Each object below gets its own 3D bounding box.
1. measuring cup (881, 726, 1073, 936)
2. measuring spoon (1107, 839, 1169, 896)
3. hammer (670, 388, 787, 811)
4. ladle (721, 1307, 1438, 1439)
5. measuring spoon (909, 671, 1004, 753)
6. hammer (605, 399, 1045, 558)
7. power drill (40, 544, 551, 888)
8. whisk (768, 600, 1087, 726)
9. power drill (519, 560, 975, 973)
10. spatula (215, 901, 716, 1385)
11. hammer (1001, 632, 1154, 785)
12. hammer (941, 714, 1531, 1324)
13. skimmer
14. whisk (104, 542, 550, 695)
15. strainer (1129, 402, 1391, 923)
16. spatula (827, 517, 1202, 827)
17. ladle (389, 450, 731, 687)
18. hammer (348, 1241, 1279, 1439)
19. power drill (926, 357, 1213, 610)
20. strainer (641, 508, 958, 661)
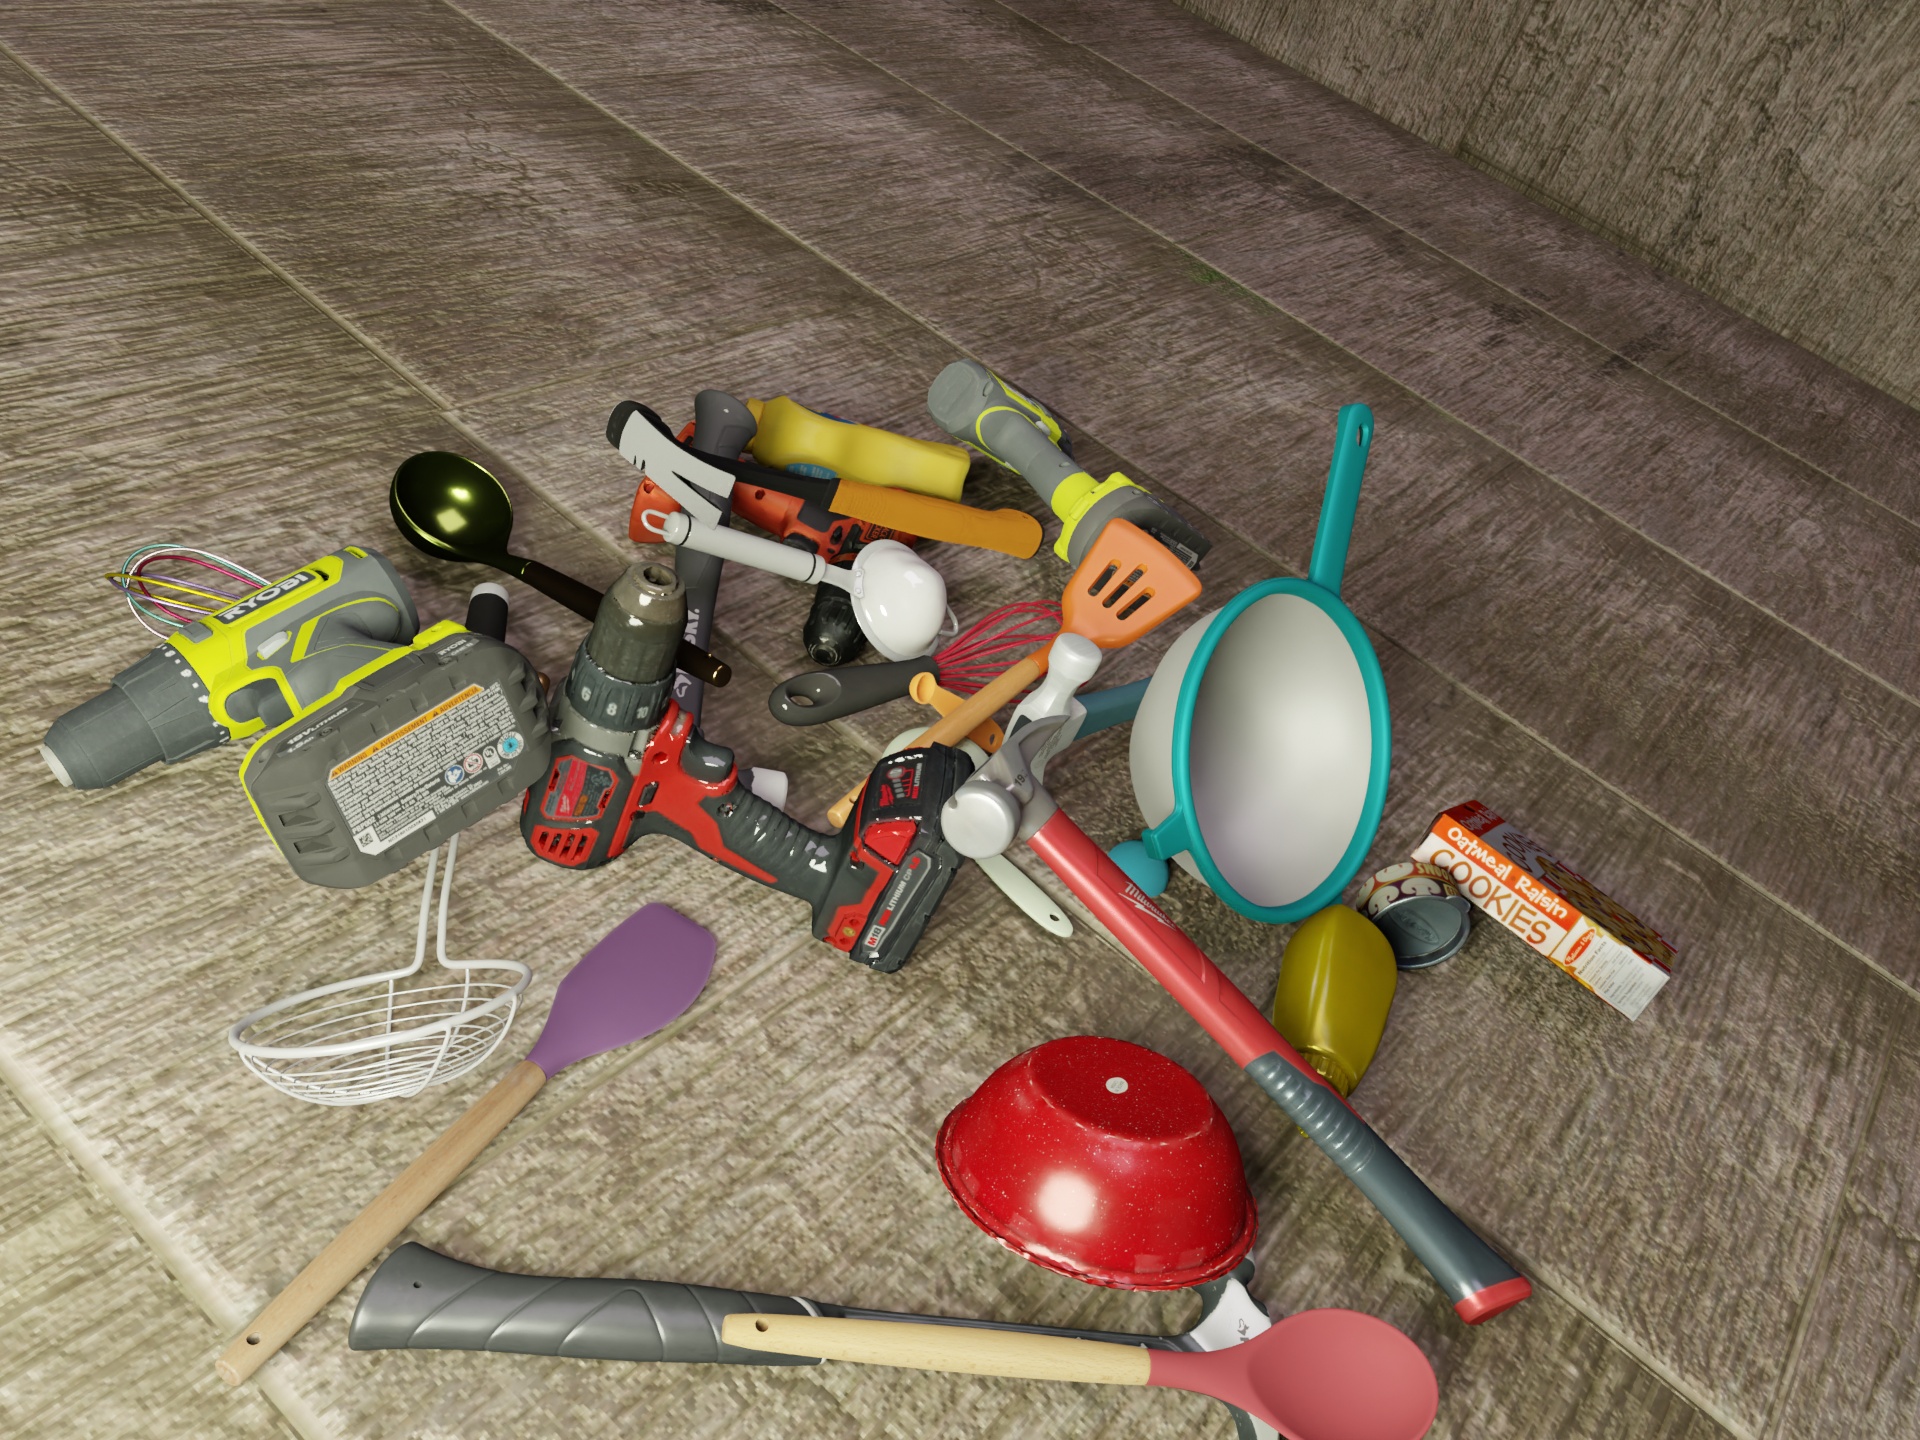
[{"bbox_3d":[0.015,0.064,0.961,0.083,0.038,0.168,-19,51,-41],"label":"measuring cup"},{"bbox_3d":[0.138,0.072,1.028,0.042,0.021,0.128,36,40,17],"label":"measuring spoon"},{"bbox_3d":[-0.172,-0.087,1.000,0.146,0.035,0.335,11,52,-14],"label":"hammer"},{"bbox_3d":[0.055,0.275,0.680,0.315,0.031,0.069,10,41,-12],"label":"ladle"},{"bbox_3d":[-0.002,-0.003,1.009,0.011,0.021,0.116,13,-14,34],"label":"measuring spoon"},{"bbox_3d":[-0.062,-0.143,1.049,0.336,0.034,0.127,6,26,-45],"label":"hammer"},{"bbox_3d":[-0.325,-0.003,0.776,0.190,0.080,0.229,-36,39,-31],"label":"power drill"},{"bbox_3d":[-0.008,-0.033,1.030,0.295,0.073,0.073,-14,50,-45],"label":"whisk"},{"bbox_3d":[-0.107,0.026,0.831,0.226,0.187,0.080,20,36,-10],"label":"power drill"},{"bbox_3d":[-0.209,0.178,0.726,0.060,0.018,0.316,30,37,11],"label":"spatula"},{"bbox_3d":[0.137,-0.020,1.081,0.033,0.128,0.331,42,32,24],"label":"hammer"},{"bbox_3d":[0.151,0.156,0.832,0.386,0.038,0.143,46,26,1],"label":"hammer"},{"bbox_3d":[-0.264,0.035,0.793,0.127,0.090,0.364,-8,46,1],"label":"skimmer"},{"bbox_3d":[-0.359,-0.050,0.913,0.245,0.047,0.051,16,49,-16],"label":"whisk"},{"bbox_3d":[0.190,-0.043,1.014,0.210,0.095,0.340,26,73,-39],"label":"strainer"},{"bbox_3d":[0.032,-0.027,0.995,0.081,0.041,0.322,42,51,13],"label":"spatula"},{"bbox_3d":[-0.237,-0.091,0.937,0.320,0.062,0.078,27,27,38],"label":"ladle"},{"bbox_3d":[-0.047,0.270,0.685,0.408,0.036,0.149,10,40,-15],"label":"hammer"},{"bbox_3d":[0.088,-0.185,1.252,0.171,0.080,0.223,20,25,-53],"label":"power drill"},{"bbox_3d":[-0.087,-0.094,1.012,0.258,0.050,0.087,14,67,-37],"label":"strainer"}]
